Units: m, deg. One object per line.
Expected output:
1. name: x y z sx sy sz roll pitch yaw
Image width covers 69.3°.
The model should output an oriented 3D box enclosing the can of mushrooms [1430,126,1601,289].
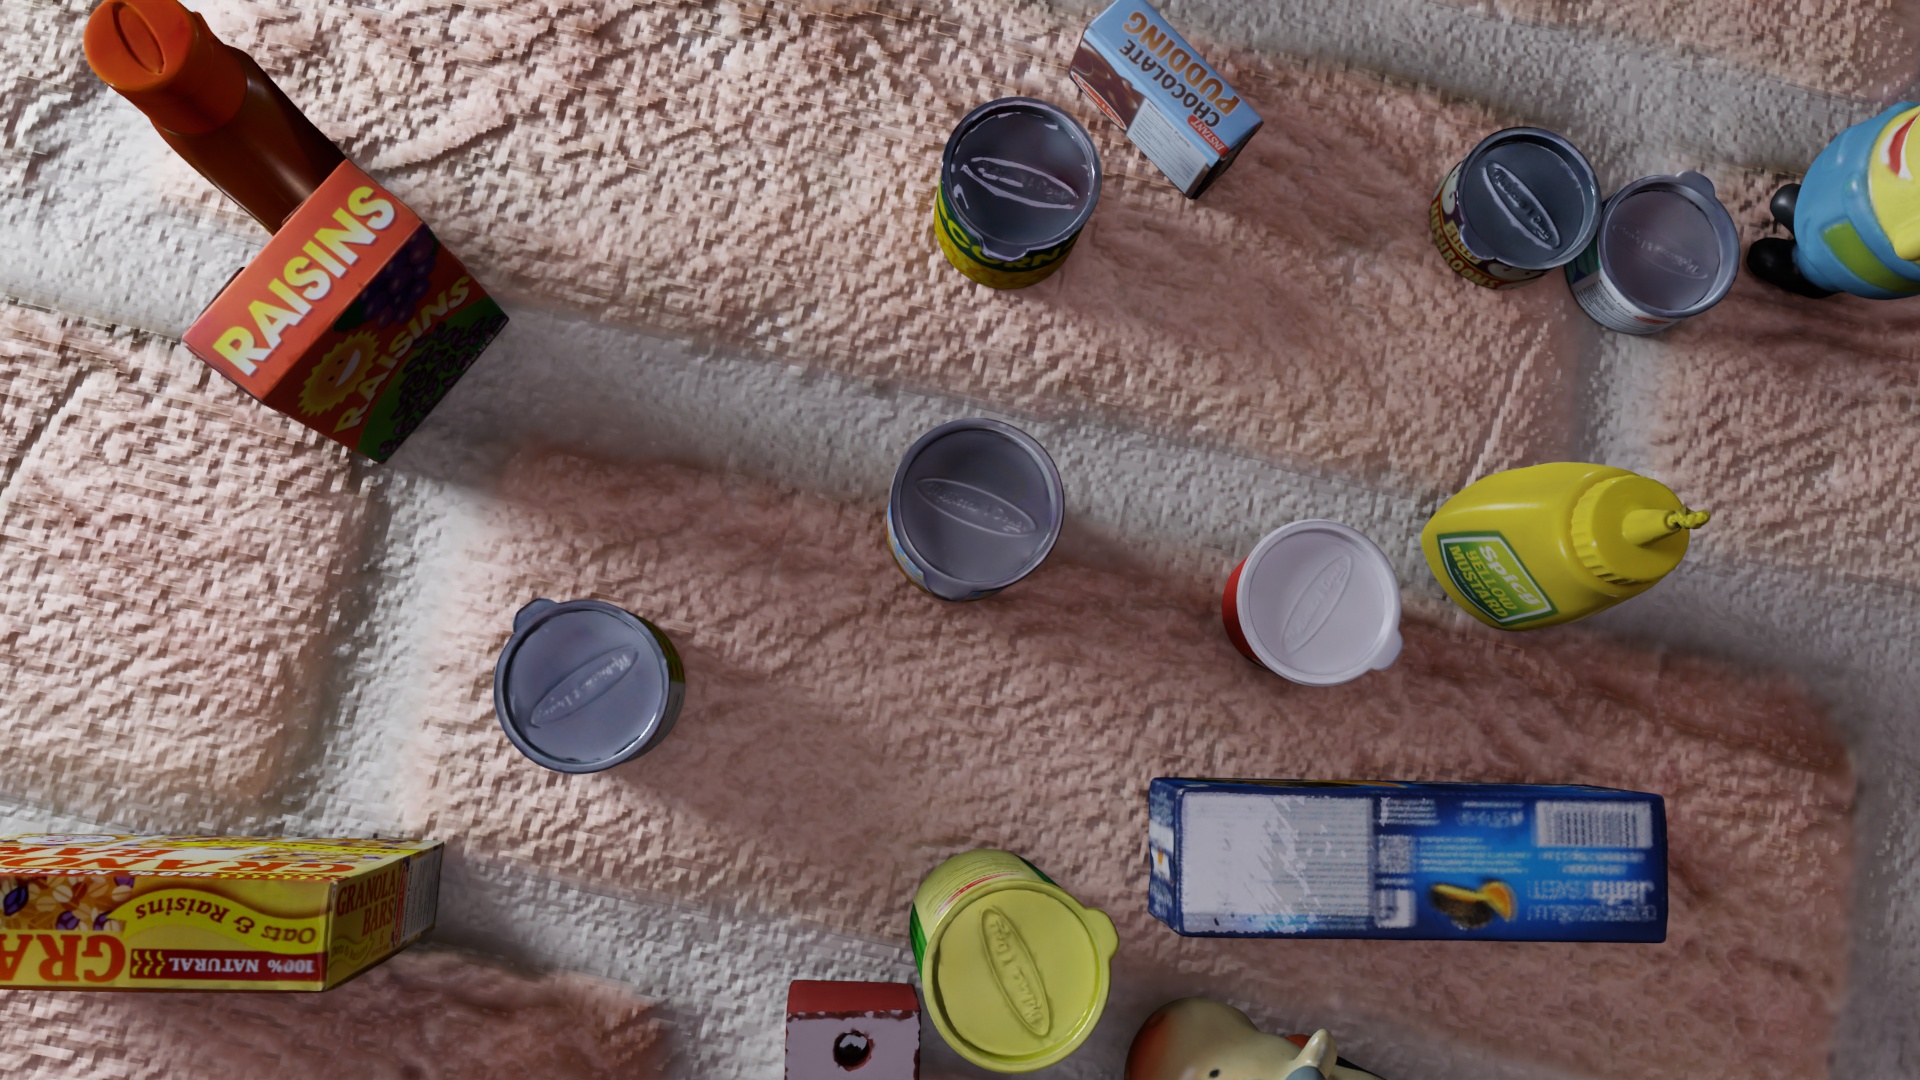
1. can of mushrooms: 0.247 -0.148 0.626 0.071 0.033 0.071 1 83 -5

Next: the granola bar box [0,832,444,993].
1. granola bar box: -0.289 0.132 0.500 0.166 0.124 0.039 2 83 -4

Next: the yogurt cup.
1. yogurt cup: 0.143 0.028 0.585 0.072 0.054 0.072 1 83 -5

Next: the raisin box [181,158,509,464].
1. raisin box: -0.229 -0.083 0.533 0.040 0.123 0.086 39 82 0

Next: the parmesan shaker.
1. parmesan shaker: 0.018 0.156 0.534 0.071 0.103 0.071 1 83 -5

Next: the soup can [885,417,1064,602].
1. soup can: 0.002 -0.007 0.563 0.071 0.083 0.071 1 83 -5

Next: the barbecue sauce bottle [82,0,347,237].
1. barbecue sauce bottle: -0.273 -0.156 0.525 0.044 0.148 0.065 -31 87 -7

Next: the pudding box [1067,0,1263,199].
1. pudding box: 0.088 -0.195 0.611 0.030 0.049 0.084 -44 88 -8

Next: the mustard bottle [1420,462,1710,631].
1. mustard bottle: 0.237 0.000 0.543 0.049 0.160 0.065 -36 87 -8

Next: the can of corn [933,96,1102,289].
1. can of corn: 0.022 -0.144 0.594 0.071 0.058 0.071 1 83 -5

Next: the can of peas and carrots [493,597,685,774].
1. can of peas and carrots: -0.148 0.056 0.555 0.071 0.058 0.071 1 83 -5

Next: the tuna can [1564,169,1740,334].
1. tuna can: 0.314 -0.131 0.630 0.071 0.033 0.071 1 83 -5
